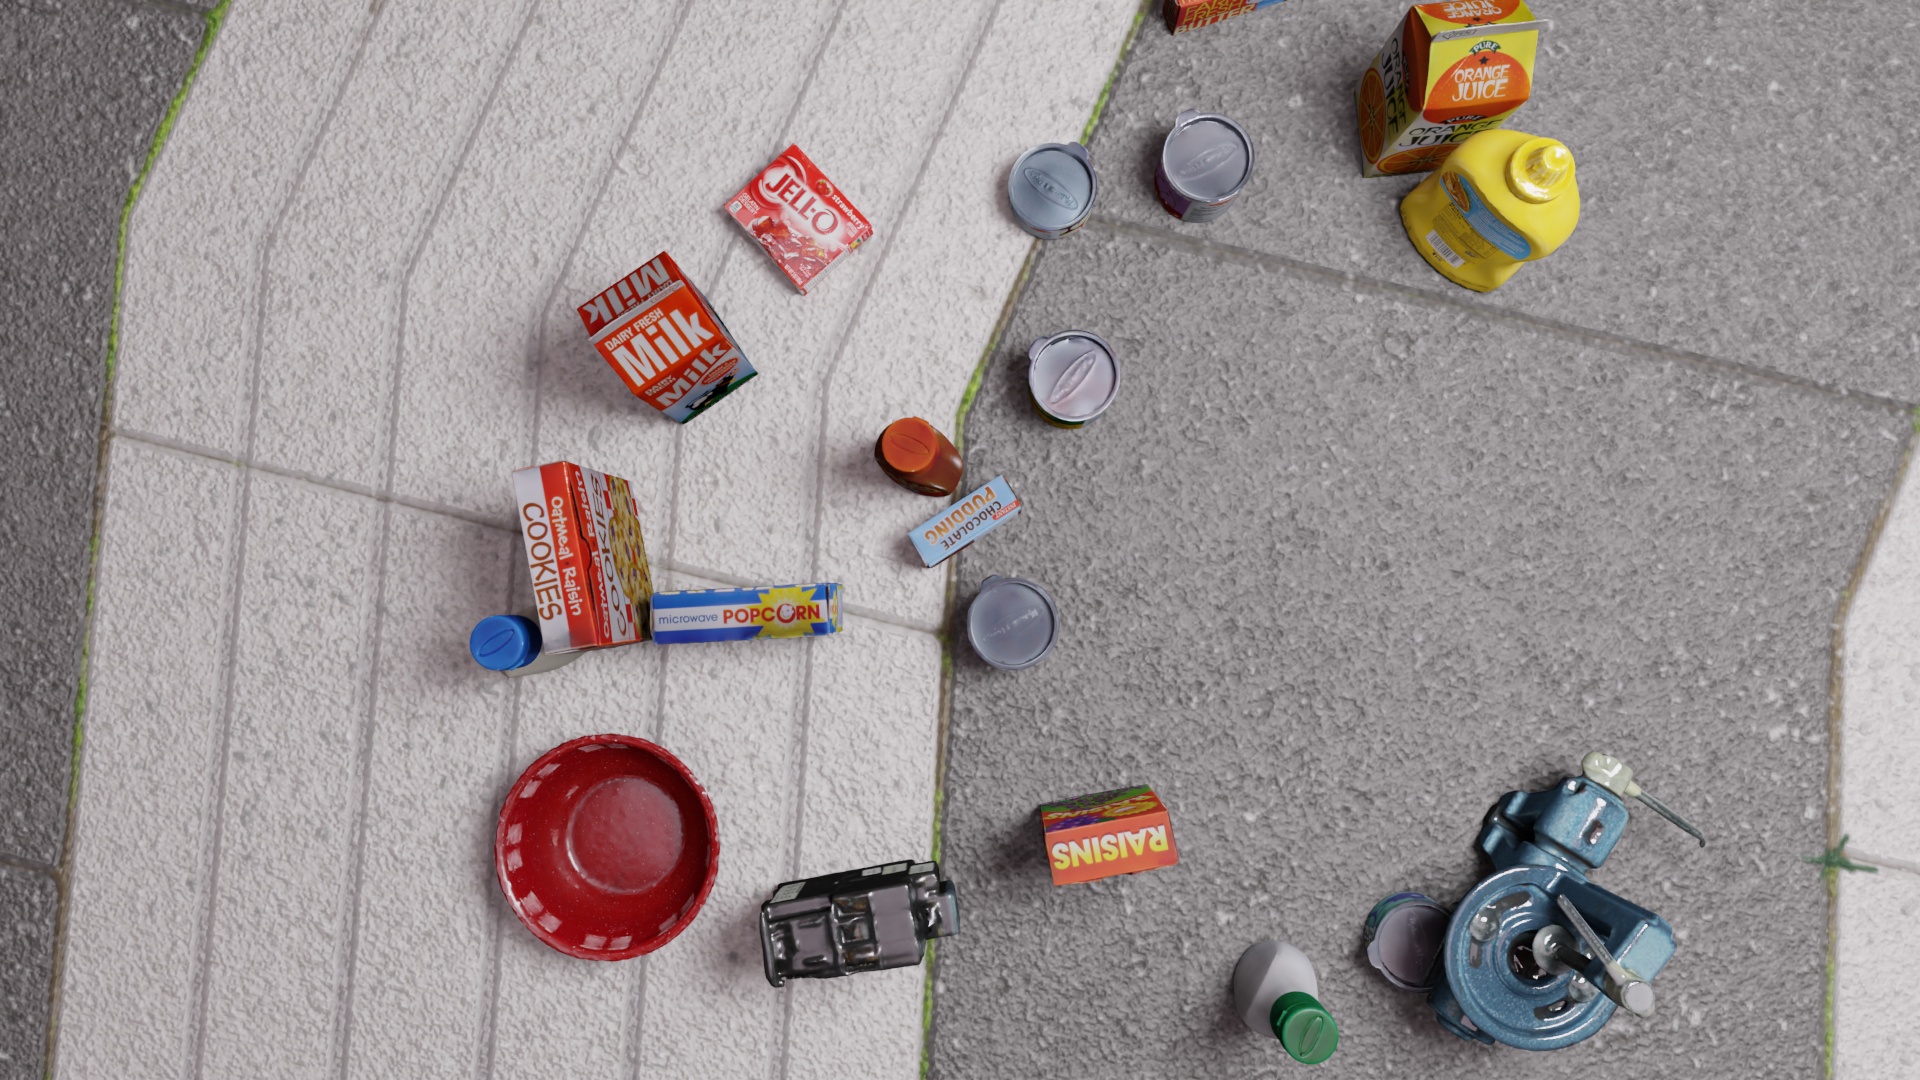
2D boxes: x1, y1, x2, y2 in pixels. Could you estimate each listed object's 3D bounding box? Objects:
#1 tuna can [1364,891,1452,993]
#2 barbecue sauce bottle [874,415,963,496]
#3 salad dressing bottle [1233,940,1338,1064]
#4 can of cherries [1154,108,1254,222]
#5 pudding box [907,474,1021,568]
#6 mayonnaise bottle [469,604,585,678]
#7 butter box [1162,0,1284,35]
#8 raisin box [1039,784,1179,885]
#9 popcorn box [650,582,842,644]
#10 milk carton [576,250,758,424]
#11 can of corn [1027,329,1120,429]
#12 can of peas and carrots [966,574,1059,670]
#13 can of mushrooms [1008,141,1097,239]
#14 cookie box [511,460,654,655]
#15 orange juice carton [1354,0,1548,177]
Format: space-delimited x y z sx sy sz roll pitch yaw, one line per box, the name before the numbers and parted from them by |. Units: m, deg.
tuna can | 0.326 0.291 1.007 0.071 0.033 0.071 0 87 1
barbecue sauce bottle | -0.031 -0.060 0.976 0.065 0.148 0.043 24 88 2
salad dressing bottle | 0.222 0.317 0.950 0.044 0.147 0.064 27 88 2
can of cherries | 0.179 -0.277 1.028 0.071 0.058 0.071 0 87 1
pudding box | 0.004 -0.013 1.022 0.084 0.049 0.030 -32 87 0
mayonnaise bottle | -0.299 0.069 0.975 0.065 0.148 0.041 -35 87 0
butter box | 0.205 -0.412 1.038 0.103 0.053 0.024 -17 87 0
raisin box | 0.100 0.205 0.971 0.086 0.123 0.040 -10 87 1
popcorn box | -0.152 0.052 1.004 0.127 0.085 0.038 -3 87 1
milk carton | -0.203 -0.140 0.963 0.072 0.190 0.073 -34 87 0
can of corn | 0.080 -0.119 1.022 0.071 0.058 0.071 0 87 1
can of peas and carrots | 0.037 0.058 1.013 0.071 0.058 0.071 0 87 1
can of mushrooms | 0.070 -0.263 1.042 0.071 0.033 0.071 0 87 1
cookie box | -0.255 0.014 0.967 0.040 0.167 0.123 -12 87 1
orange juice carton | 0.335 -0.317 0.960 0.072 0.192 0.073 -5 87 1
